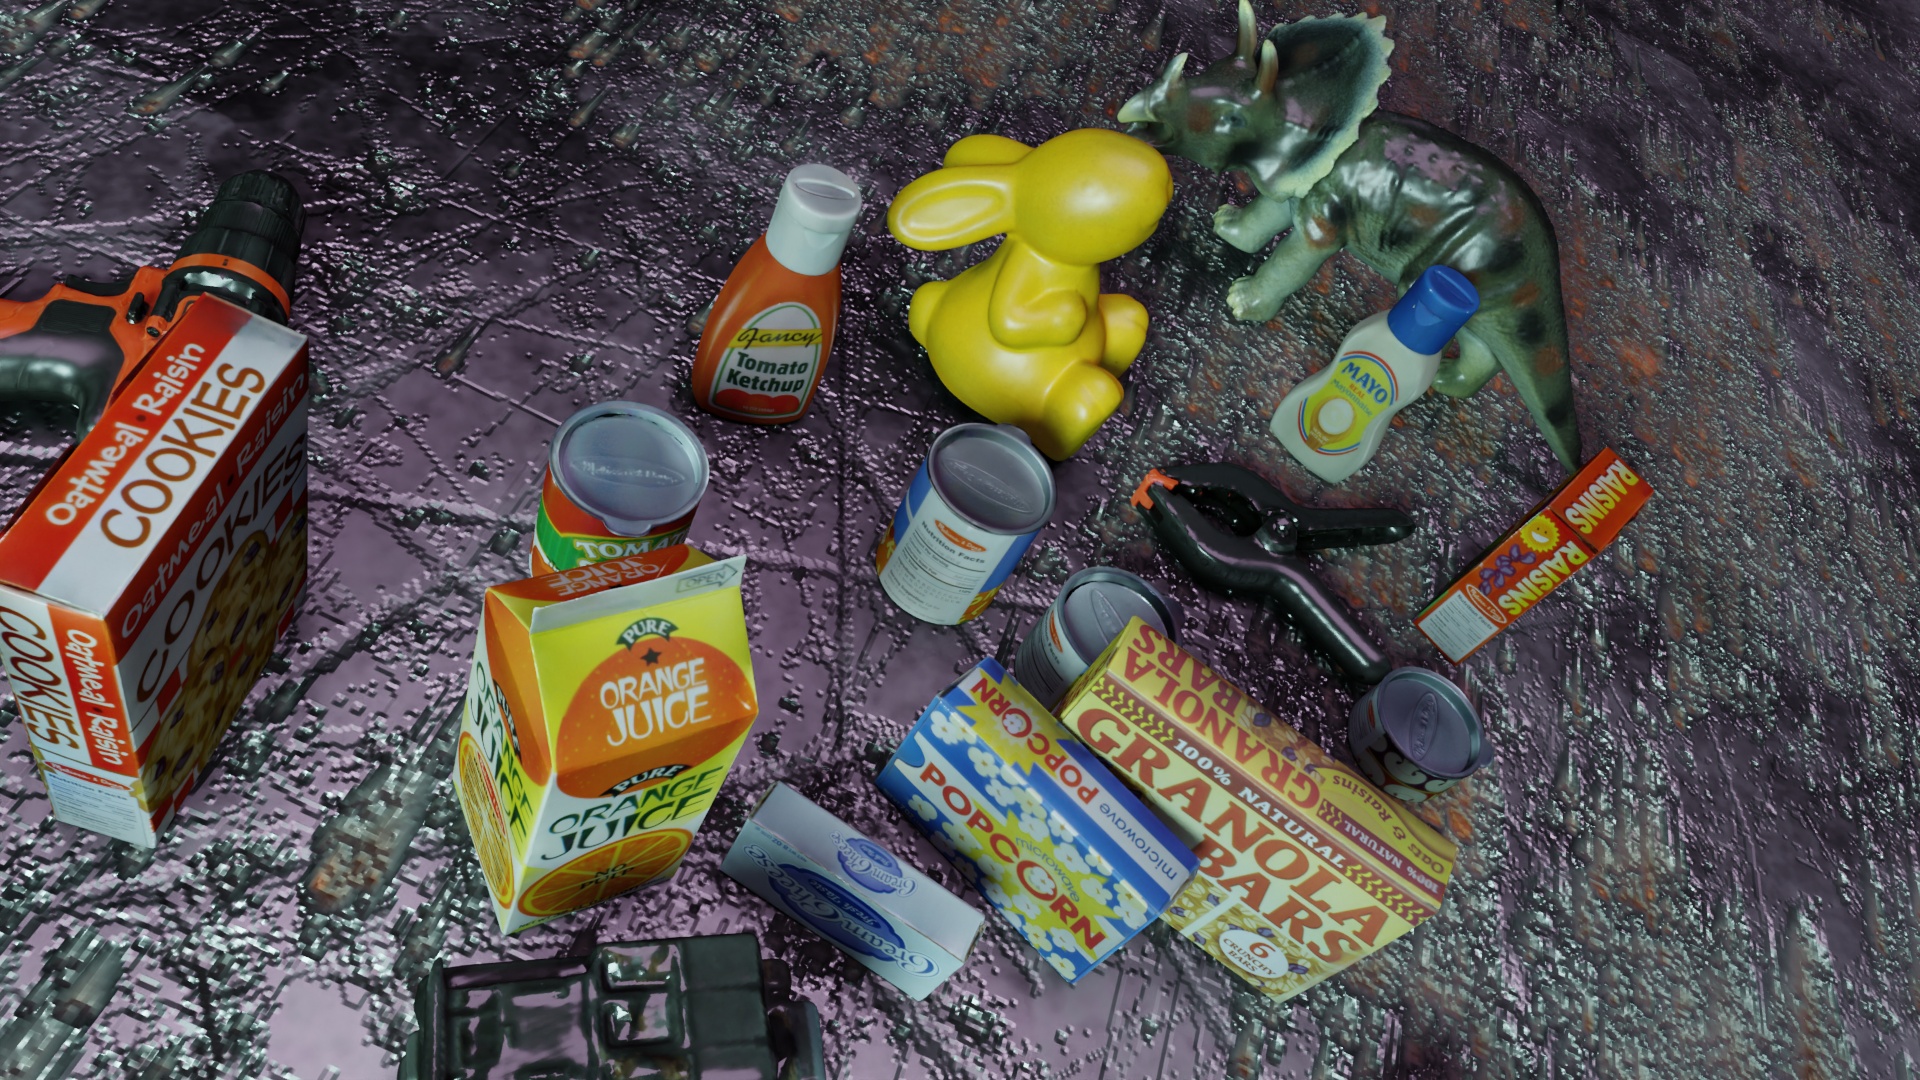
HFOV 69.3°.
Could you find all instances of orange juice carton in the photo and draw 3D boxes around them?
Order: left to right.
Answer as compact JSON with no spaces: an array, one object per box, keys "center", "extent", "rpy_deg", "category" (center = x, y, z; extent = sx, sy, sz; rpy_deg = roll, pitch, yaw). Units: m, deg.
[{"center":[-0.130,0.065,0.497],"extent":[0.072,0.191,0.073],"rpy_deg":[-13,62,-32],"category":"orange juice carton"}]

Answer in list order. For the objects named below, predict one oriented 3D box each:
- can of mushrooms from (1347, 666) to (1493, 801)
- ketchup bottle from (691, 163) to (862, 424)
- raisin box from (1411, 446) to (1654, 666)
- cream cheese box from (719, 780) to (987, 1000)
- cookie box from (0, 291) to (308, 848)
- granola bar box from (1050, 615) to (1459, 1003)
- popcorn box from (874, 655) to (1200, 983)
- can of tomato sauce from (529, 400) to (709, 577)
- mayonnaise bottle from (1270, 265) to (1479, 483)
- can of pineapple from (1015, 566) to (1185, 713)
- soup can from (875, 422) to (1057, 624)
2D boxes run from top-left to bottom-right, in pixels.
[{"center":[0.246,0.106,0.746],"extent":[0.071,0.033,0.071],"rpy_deg":[13,52,-16],"category":"can of mushrooms"},{"center":[-0.087,-0.118,0.682],"extent":[0.065,0.148,0.044],"rpy_deg":[5,54,-22],"category":"ketchup bottle"},{"center":[0.326,0.011,0.795],"extent":[0.086,0.122,0.040],"rpy_deg":[-31,73,-38],"category":"raisin box"},{"center":[-0.045,0.144,0.569],"extent":[0.104,0.053,0.024],"rpy_deg":[33,49,1],"category":"cream cheese box"},{"center":[-0.275,0.015,0.484],"extent":[0.040,0.166,0.123],"rpy_deg":[21,50,-10],"category":"cookie box"},{"center":[0.110,0.123,0.610],"extent":[0.165,0.123,0.039],"rpy_deg":[36,49,3],"category":"granola bar box"},{"center":[0.030,0.122,0.600],"extent":[0.127,0.084,0.038],"rpy_deg":[44,50,10],"category":"popcorn box"},{"center":[-0.152,-0.009,0.614],"extent":[0.071,0.082,0.071],"rpy_deg":[13,52,-16],"category":"can of tomato sauce"},{"center":[0.247,-0.099,0.823],"extent":[0.065,0.147,0.041],"rpy_deg":[45,50,11],"category":"mayonnaise bottle"},{"center":[0.069,0.056,0.685],"extent":[0.071,0.057,0.071],"rpy_deg":[13,52,-16],"category":"can of pineapple"},{"center":[0.002,-0.009,0.685],"extent":[0.071,0.083,0.072],"rpy_deg":[13,52,-16],"category":"soup can"}]
